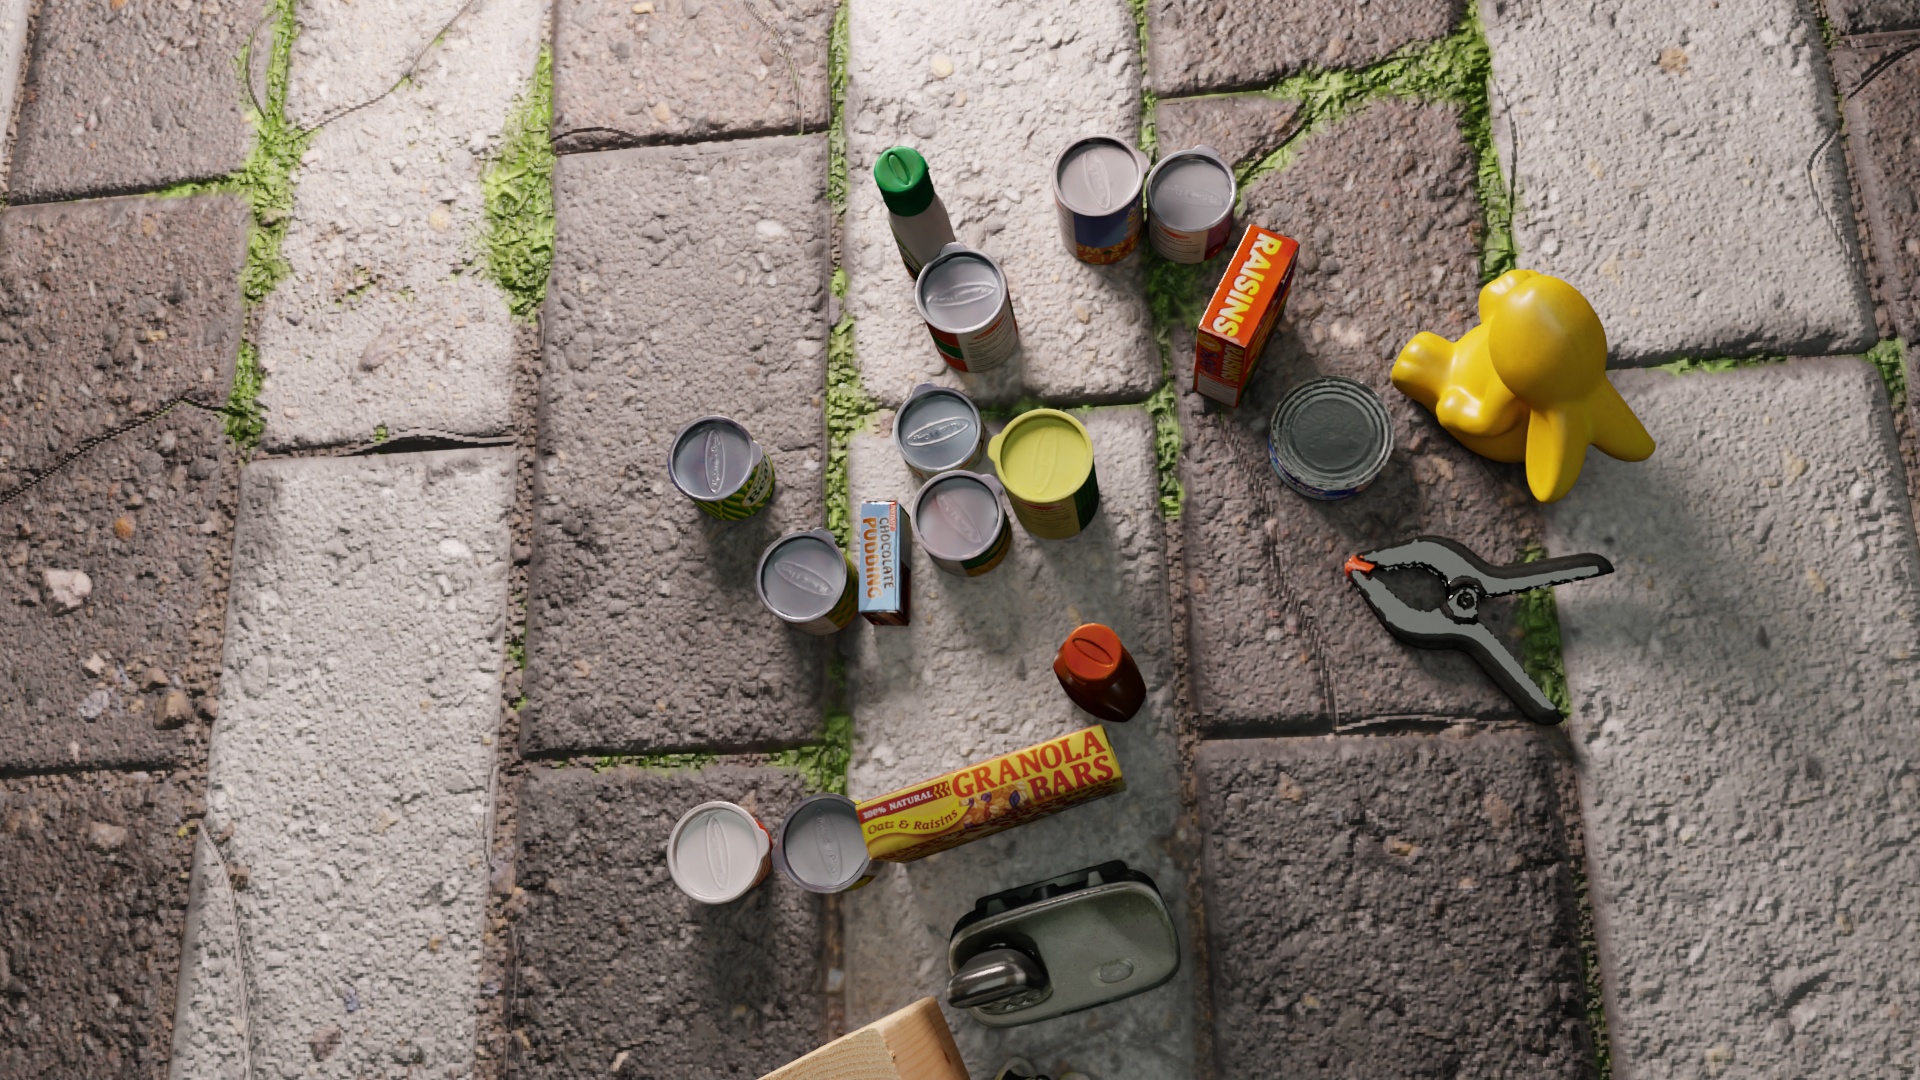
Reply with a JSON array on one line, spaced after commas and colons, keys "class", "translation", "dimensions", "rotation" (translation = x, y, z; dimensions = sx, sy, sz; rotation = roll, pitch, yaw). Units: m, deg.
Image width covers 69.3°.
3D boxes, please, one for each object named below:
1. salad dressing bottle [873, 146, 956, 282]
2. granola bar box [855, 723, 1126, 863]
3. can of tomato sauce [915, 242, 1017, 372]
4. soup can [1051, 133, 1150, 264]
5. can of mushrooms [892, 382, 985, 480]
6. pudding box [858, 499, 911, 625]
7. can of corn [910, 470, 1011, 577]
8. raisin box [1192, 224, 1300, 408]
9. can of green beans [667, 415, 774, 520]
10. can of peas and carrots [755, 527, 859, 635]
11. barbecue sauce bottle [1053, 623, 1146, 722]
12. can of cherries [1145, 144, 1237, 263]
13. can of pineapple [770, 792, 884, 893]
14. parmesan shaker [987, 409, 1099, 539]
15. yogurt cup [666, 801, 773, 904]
[{"class": "salad dressing bottle", "translation": [-0.032, -0.236, 1.015], "dimensions": [0.044, 0.147, 0.064], "rotation": [-28, 74, 1]}, {"class": "granola bar box", "translation": [0.024, 0.168, 0.915], "dimensions": [0.165, 0.124, 0.039], "rotation": [-19, 74, 3]}, {"class": "can of tomato sauce", "translation": [0.005, -0.170, 1.026], "dimensions": [0.071, 0.083, 0.071], "rotation": [-2, 76, 8]}, {"class": "soup can", "translation": [0.106, -0.253, 1.033], "dimensions": [0.071, 0.083, 0.071], "rotation": [-2, 76, 8]}, {"class": "can of mushrooms", "translation": [-0.016, -0.080, 1.032], "dimensions": [0.071, 0.033, 0.071], "rotation": [-2, 76, 7]}, {"class": "pudding box", "translation": [-0.054, 0.017, 1.003], "dimensions": [0.030, 0.049, 0.084], "rotation": [-2, 76, 8]}, {"class": "can of corn", "translation": [0.004, -0.013, 0.999], "dimensions": [0.071, 0.058, 0.071], "rotation": [-2, 76, 8]}, {"class": "raisin box", "translation": [0.199, -0.154, 0.974], "dimensions": [0.040, 0.123, 0.086], "rotation": [26, 81, 13]}, {"class": "can of green beans", "translation": [-0.177, -0.053, 1.034], "dimensions": [0.071, 0.057, 0.071], "rotation": [-2, 76, 7]}, {"class": "can of peas and carrots", "translation": [-0.107, 0.030, 1.003], "dimensions": [0.071, 0.058, 0.071], "rotation": [-2, 76, 8]}, {"class": "barbecue sauce bottle", "translation": [0.090, 0.086, 0.914], "dimensions": [0.065, 0.148, 0.044], "rotation": [32, 83, 14]}, {"class": "can of cherries", "translation": [0.173, -0.250, 1.036], "dimensions": [0.071, 0.058, 0.071], "rotation": [-2, 76, 8]}, {"class": "can of pineapple", "translation": [-0.088, 0.208, 0.954], "dimensions": [0.071, 0.057, 0.071], "rotation": [-2, 76, 7]}, {"class": "parmesan shaker", "translation": [0.060, -0.045, 0.976], "dimensions": [0.071, 0.103, 0.071], "rotation": [-2, 76, 8]}, {"class": "yogurt cup", "translation": [-0.163, 0.217, 0.965], "dimensions": [0.072, 0.054, 0.072], "rotation": [-2, 76, 7]}]
